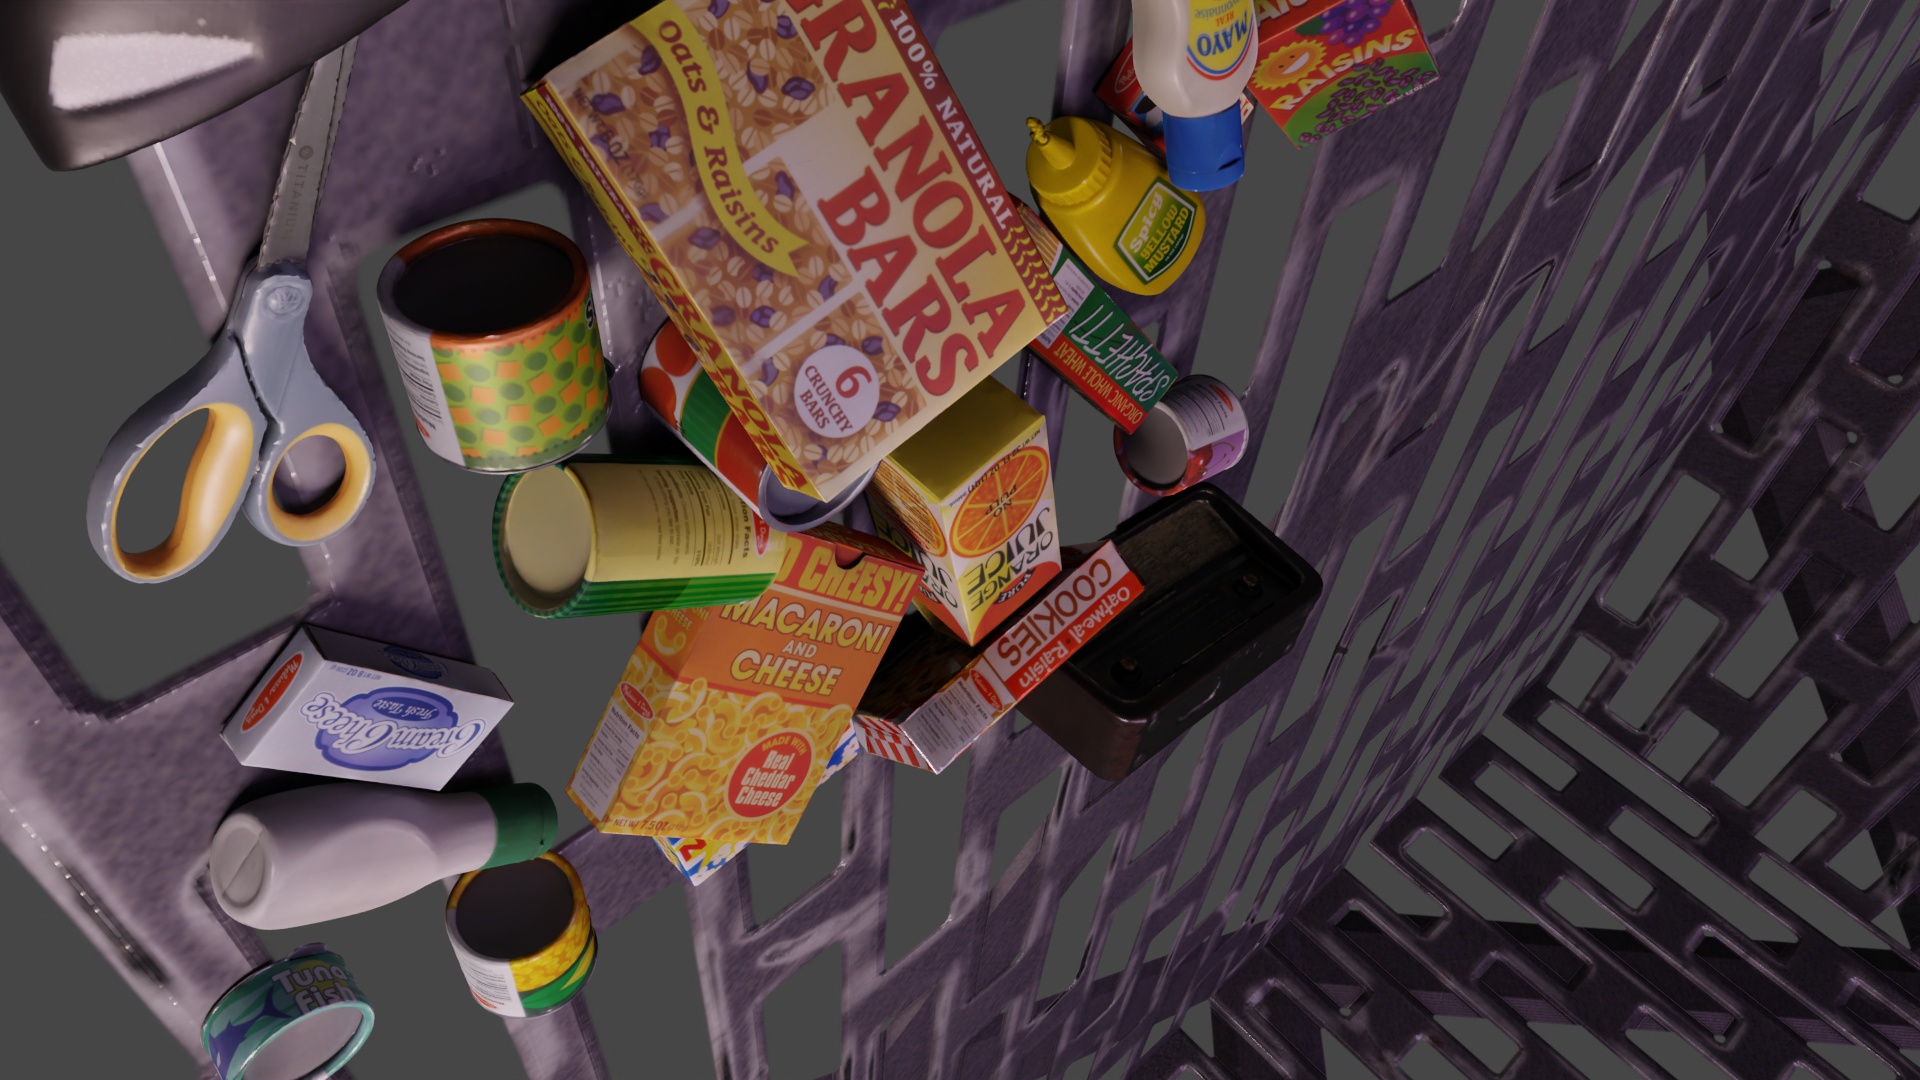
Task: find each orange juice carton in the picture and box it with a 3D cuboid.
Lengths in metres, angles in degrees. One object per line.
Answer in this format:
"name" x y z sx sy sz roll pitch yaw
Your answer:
"orange juice carton" 0.003 -0.009 0.753 0.072 0.073 0.191 -41 152 -17

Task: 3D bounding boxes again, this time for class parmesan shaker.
"parmesan shaker" -0.132 -0.006 0.574 0.103 0.071 0.071 -2 127 -54

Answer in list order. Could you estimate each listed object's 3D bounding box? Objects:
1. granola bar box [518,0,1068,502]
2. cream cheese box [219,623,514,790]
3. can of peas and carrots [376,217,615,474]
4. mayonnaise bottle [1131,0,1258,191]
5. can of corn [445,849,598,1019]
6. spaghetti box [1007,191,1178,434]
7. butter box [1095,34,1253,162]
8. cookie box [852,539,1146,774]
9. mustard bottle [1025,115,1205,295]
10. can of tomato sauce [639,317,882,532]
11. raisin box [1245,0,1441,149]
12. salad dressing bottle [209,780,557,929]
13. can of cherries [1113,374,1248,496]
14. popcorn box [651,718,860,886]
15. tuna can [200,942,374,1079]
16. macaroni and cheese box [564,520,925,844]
"granola bar box" -0.051 -0.116 0.485 0.124 0.039 0.165 -40 116 -18
"cream cheese box" -0.235 0.069 0.558 0.053 0.024 0.103 -50 152 4
"can of peas and carrots" -0.151 -0.066 0.464 0.071 0.071 0.058 -33 148 -29
"mayonnaise bottle" 0.105 -0.231 0.619 0.065 0.041 0.147 -32 132 -21
"can of corn" -0.217 0.193 0.695 0.071 0.071 0.058 -32 147 -30
"spaghetti box" 0.059 -0.116 0.749 0.050 0.029 0.250 -52 152 6
"butter box" 0.110 -0.221 0.697 0.053 0.024 0.103 -55 152 10
"cookie box" 0.017 0.067 0.832 0.168 0.040 0.123 -39 -169 -19
"mustard bottle" 0.070 -0.168 0.677 0.065 0.049 0.160 -59 151 10
"can of tomato sauce" -0.079 -0.055 0.565 0.071 0.083 0.070 -35 149 -25
"raisin box" 0.189 -0.256 0.711 0.086 0.040 0.123 -22 164 26
"salad dressing bottle" -0.243 0.130 0.603 0.064 0.044 0.148 -53 154 17
"can of cherries" 0.139 -0.065 0.890 0.058 0.071 0.071 -25 144 -38
"popcorn box" -0.119 0.127 0.782 0.127 0.038 0.084 -38 150 -21
"tuna can" -0.305 0.221 0.635 0.071 0.033 0.070 -35 150 -24
"macaroni and cheese box" -0.102 0.068 0.686 0.124 0.040 0.166 19 101 -50
